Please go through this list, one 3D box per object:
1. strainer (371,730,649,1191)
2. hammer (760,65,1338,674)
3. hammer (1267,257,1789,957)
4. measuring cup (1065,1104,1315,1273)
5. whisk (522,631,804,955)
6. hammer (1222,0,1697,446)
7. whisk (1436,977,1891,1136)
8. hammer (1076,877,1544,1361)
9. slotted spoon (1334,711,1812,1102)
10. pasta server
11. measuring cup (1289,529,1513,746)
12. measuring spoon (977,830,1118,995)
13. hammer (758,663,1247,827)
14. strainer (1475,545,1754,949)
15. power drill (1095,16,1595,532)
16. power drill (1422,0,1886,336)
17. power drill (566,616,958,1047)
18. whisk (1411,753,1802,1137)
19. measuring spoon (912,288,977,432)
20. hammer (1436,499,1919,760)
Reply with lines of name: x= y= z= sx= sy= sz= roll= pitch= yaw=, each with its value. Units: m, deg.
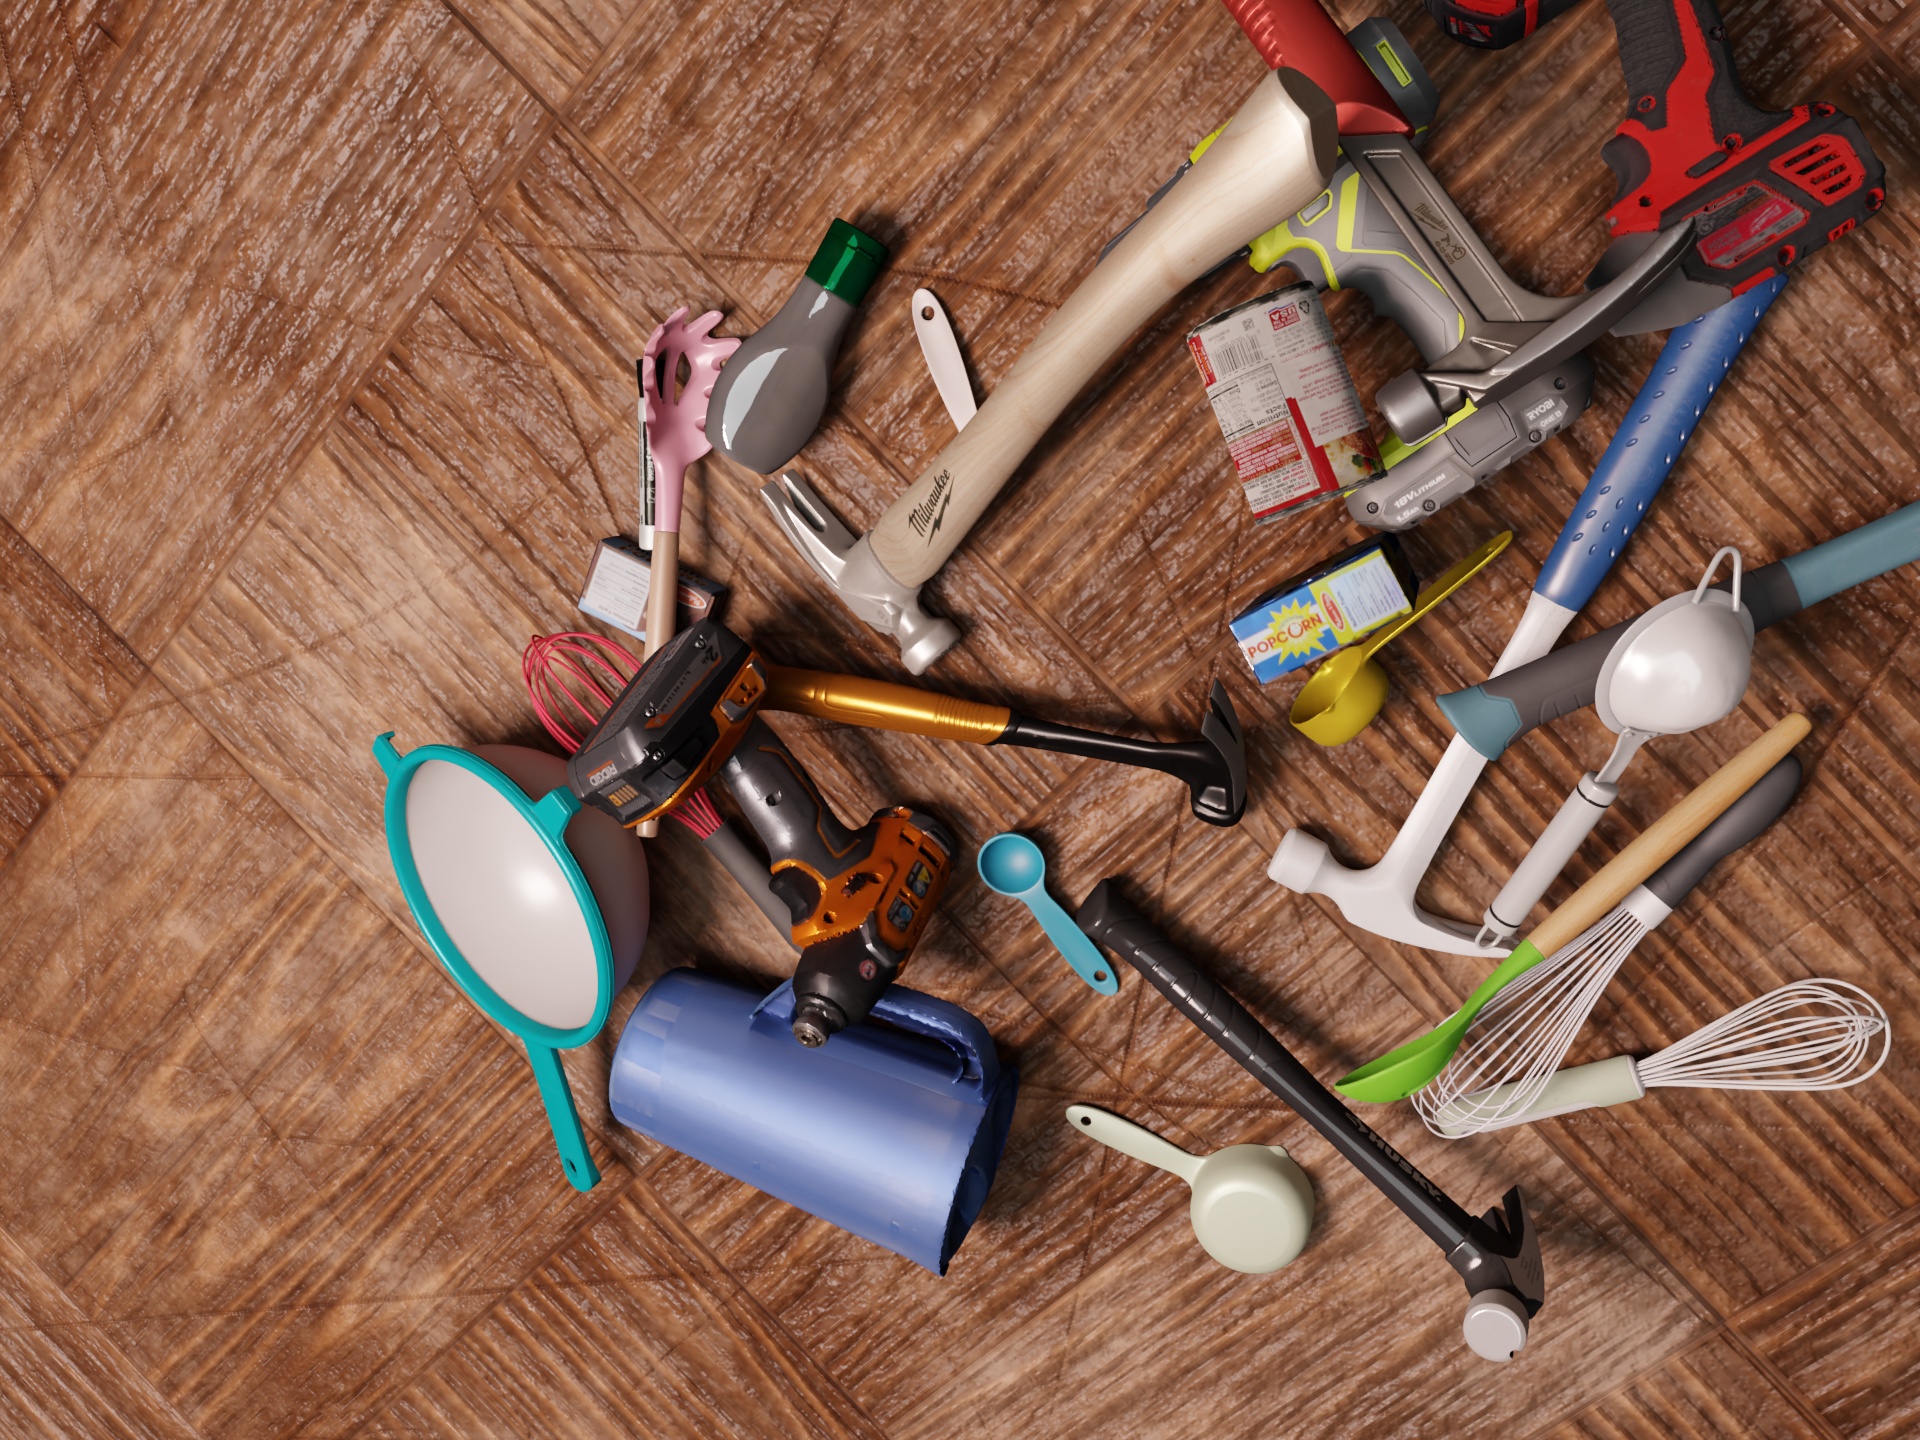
strainer: x=-0.257 y=0.153 z=1.042 sx=0.211 sy=0.095 sz=0.340 roll=12 pitch=122 yaw=36
hammer: x=0.034 y=-0.176 z=0.811 sx=0.146 sy=0.038 sz=0.410 roll=48 pitch=137 yaw=0
hammer: x=0.320 y=-0.052 z=0.856 sx=0.144 sy=0.035 sz=0.405 roll=27 pitch=110 yaw=8
measuring cup: x=0.140 y=0.287 z=0.992 sx=0.167 sy=0.038 sz=0.083 roll=25 pitch=109 yaw=6
whisk: x=-0.169 y=0.055 z=1.012 sx=0.073 sy=0.073 sz=0.296 roll=-39 pitch=96 yaw=21
hammer: x=0.183 y=-0.312 z=0.758 sx=0.149 sy=0.036 sz=0.359 roll=-35 pitch=71 yaw=19
whisk: x=0.390 y=0.200 z=0.898 sx=0.246 sy=0.057 sz=0.059 roll=-22 pitch=65 yaw=24
hammer: x=0.199 y=0.213 z=0.929 sx=0.335 sy=0.146 sz=0.035 roll=42 pitch=111 yaw=14
slotted spoon: x=0.328 y=0.105 z=0.850 sx=0.314 sy=0.070 sz=0.031 roll=-43 pitch=77 yaw=7
pasta server: x=-0.174 y=-0.086 z=0.954 sx=0.040 sy=0.060 sz=0.316 roll=10 pitch=96 yaw=51
measuring cup: x=0.245 y=-0.042 z=0.864 sx=0.029 sy=0.062 sz=0.156 roll=41 pitch=116 yaw=-10
measuring spoon: x=0.059 y=0.118 z=0.988 sx=0.042 sy=0.021 sz=0.128 roll=-33 pitch=102 yaw=21
hammer: x=-0.001 y=-0.003 z=0.932 sx=0.337 sy=0.127 sz=0.034 roll=9 pitch=65 yaw=18
strainer: x=0.332 y=0.030 z=0.812 sx=0.086 sy=0.050 sz=0.258 roll=6 pitch=128 yaw=-22
power drill: x=0.198 y=-0.215 z=0.828 sx=0.190 sy=0.080 sz=0.228 roll=-34 pitch=90 yaw=21
power drill: x=0.316 y=-0.296 z=0.756 sx=0.143 sy=0.078 sz=0.220 roll=-31 pitch=87 yaw=20
power drill: x=-0.110 y=0.070 z=0.912 sx=0.084 sy=0.164 sz=0.226 roll=-27 pitch=115 yaw=42
whisk: x=0.356 y=0.126 z=0.878 sx=0.070 sy=0.070 sz=0.284 roll=41 pitch=104 yaw=2
measuring spoon: x=0.000 y=-0.192 z=0.924 sx=0.034 sy=0.018 sz=0.124 roll=-20 pitch=91 yaw=20
hammer: x=0.405 y=-0.061 z=0.802 sx=0.331 sy=0.033 sz=0.128 roll=-25 pitch=103 yaw=12
